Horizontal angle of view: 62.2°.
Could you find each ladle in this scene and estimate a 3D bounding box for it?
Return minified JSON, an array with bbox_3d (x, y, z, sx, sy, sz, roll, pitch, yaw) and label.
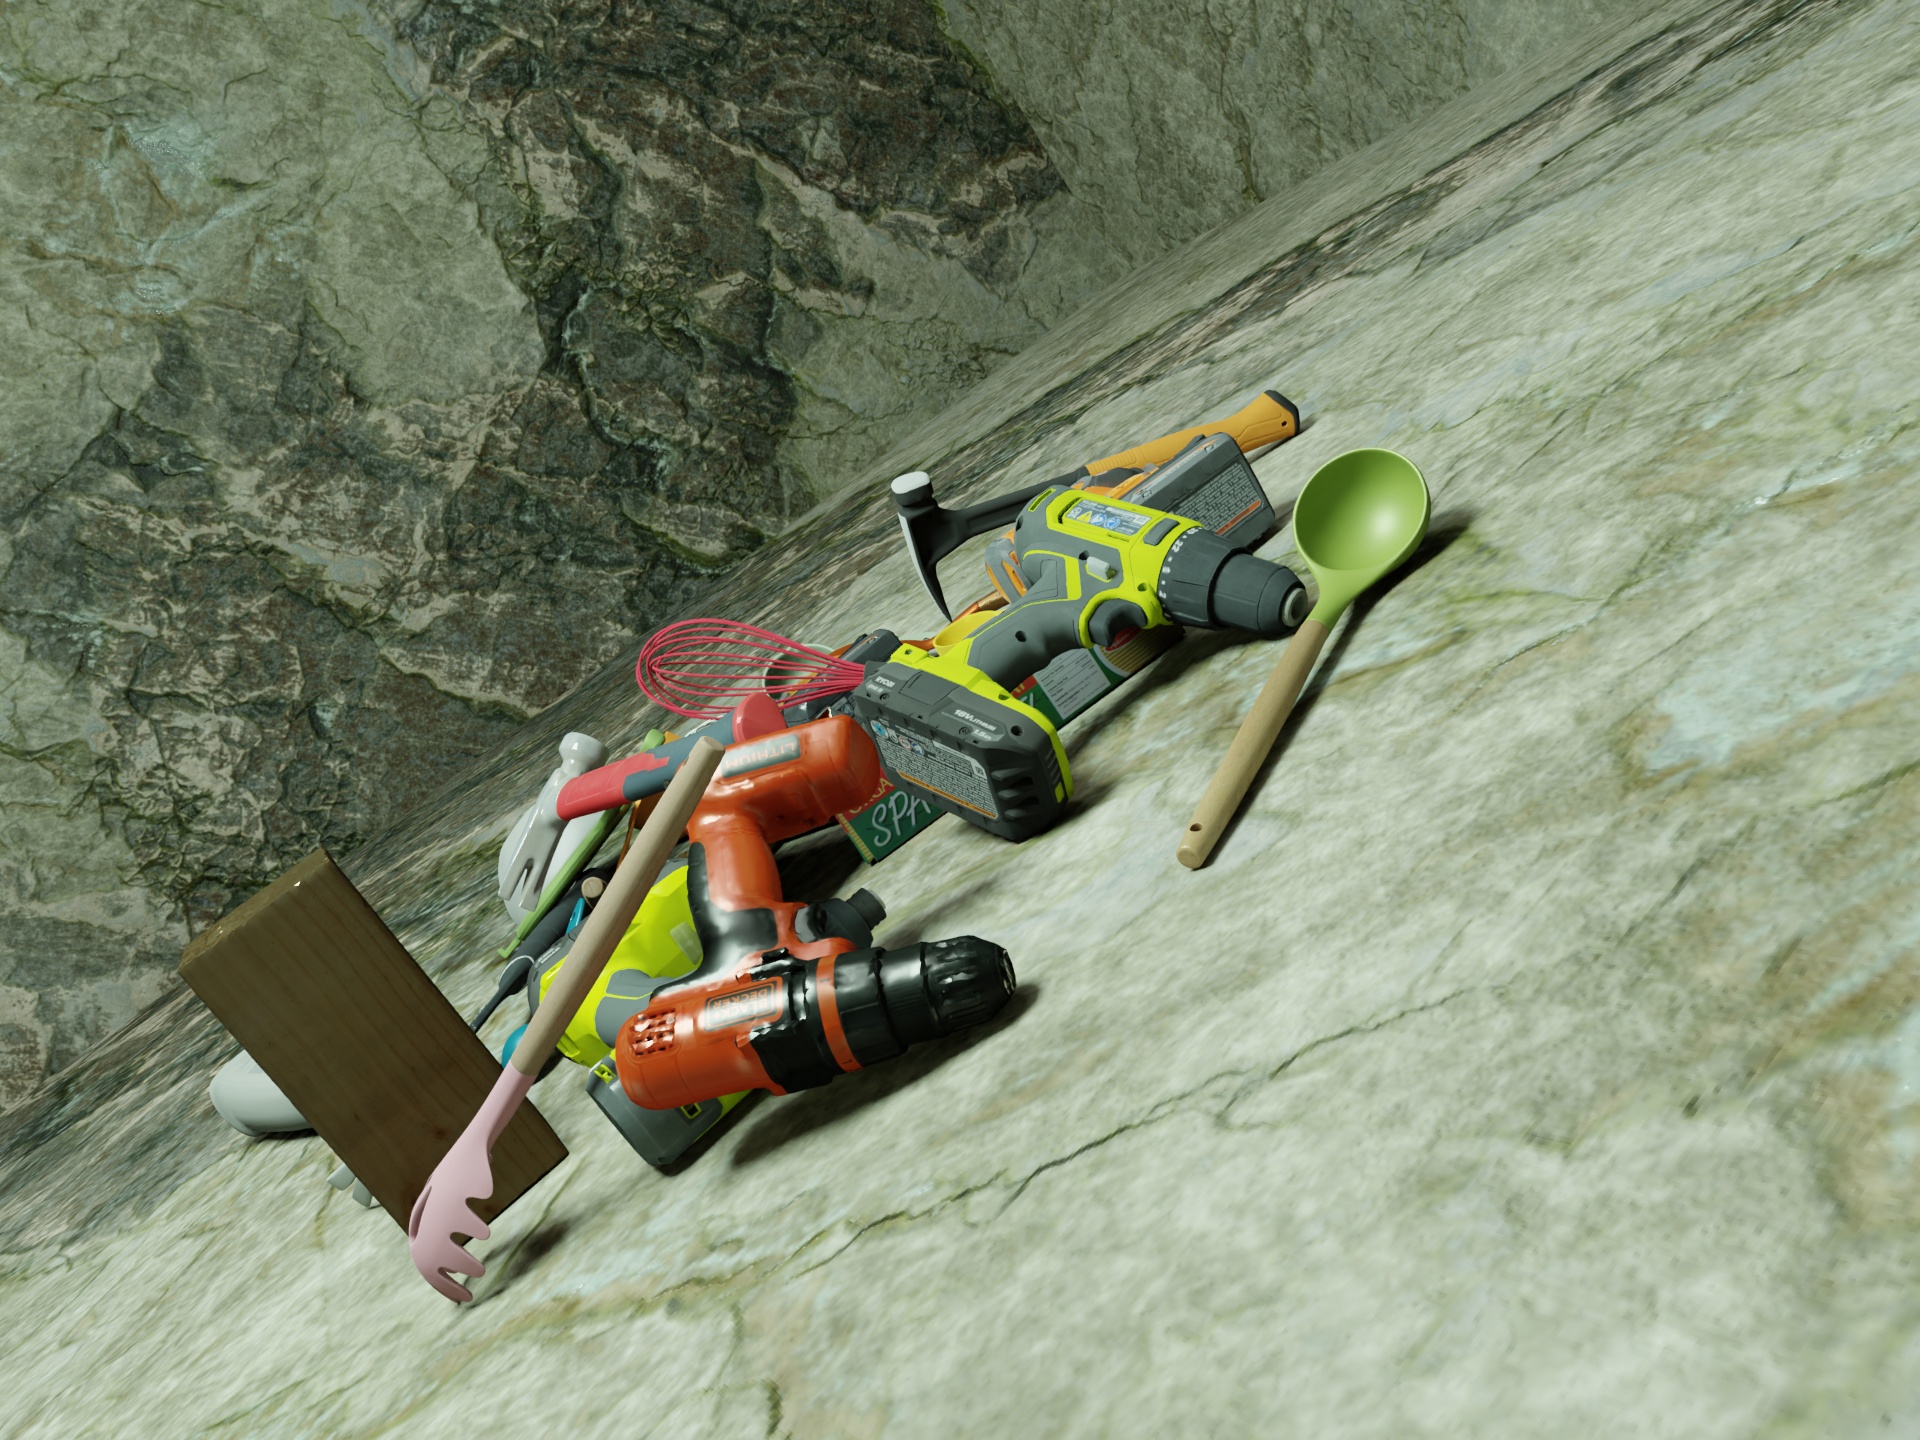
[{"bbox_3d":[0.169,-0.041,0.806,0.078,0.062,0.320,0,35,34],"label":"ladle"}]

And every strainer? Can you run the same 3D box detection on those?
[{"bbox_3d":[-0.326,0.078,1.336,0.256,0.069,0.151,-50,6,36],"label":"strainer"}]

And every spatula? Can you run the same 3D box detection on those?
[{"bbox_3d":[0.034,-0.115,1.361,0.322,0.041,0.081,-28,6,12],"label":"spatula"},{"bbox_3d":[-0.239,0.125,1.090,0.060,0.018,0.316,-39,-3,-13],"label":"spatula"}]

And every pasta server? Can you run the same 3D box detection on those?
[{"bbox_3d":[-0.185,0.143,0.746,0.316,0.040,0.060,-58,24,13],"label":"pasta server"}]

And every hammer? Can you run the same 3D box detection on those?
[{"bbox_3d":[-0.226,0.052,1.106,0.386,0.038,0.143,-16,49,56],"label":"hammer"},{"bbox_3d":[-0.326,0.196,1.139,0.149,0.036,0.409,-52,5,15],"label":"hammer"},{"bbox_3d":[0.118,-0.190,1.300,0.337,0.127,0.034,-19,31,-3],"label":"hammer"}]

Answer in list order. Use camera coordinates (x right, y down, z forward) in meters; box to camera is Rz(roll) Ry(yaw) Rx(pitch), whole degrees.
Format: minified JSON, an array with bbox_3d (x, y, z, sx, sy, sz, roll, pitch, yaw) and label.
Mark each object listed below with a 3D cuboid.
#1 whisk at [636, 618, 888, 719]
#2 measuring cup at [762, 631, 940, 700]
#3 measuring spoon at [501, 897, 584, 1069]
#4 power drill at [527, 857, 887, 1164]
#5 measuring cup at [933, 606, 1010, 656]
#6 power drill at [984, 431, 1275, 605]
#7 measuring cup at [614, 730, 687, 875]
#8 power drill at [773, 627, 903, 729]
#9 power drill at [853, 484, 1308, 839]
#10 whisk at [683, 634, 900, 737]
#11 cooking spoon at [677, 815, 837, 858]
[{"bbox_3d":[-0.083,-0.030,1.099,0.296,0.073,0.073,3,24,10],"label":"whisk"},{"bbox_3d":[-0.095,-0.042,1.437,0.167,0.038,0.083,-17,50,-7],"label":"measuring cup"},{"bbox_3d":[-0.275,0.174,1.042,0.042,0.021,0.129,-28,43,56],"label":"measuring spoon"},{"bbox_3d":[-0.143,0.143,0.870,0.171,0.080,0.223,-40,19,-21],"label":"power drill"},{"bbox_3d":[0.055,-0.079,1.265,0.156,0.029,0.062,-20,21,9],"label":"measuring cup"},{"bbox_3d":[0.129,-0.149,1.174,0.164,0.084,0.226,-37,16,-18],"label":"power drill"},{"bbox_3d":[-0.251,0.091,1.337,0.095,0.052,0.174,127,159,-49],"label":"measuring cup"},{"bbox_3d":[-0.109,-0.002,1.265,0.185,0.084,0.226,-42,12,-35],"label":"power drill"},{"bbox_3d":[0.069,-0.041,0.915,0.191,0.080,0.228,23,55,38],"label":"power drill"},{"bbox_3d":[-0.161,-0.014,1.481,0.246,0.059,0.058,-29,53,3],"label":"whisk"},{"bbox_3d":[-0.109,0.071,1.138,0.319,0.017,0.069,-20,19,43],"label":"cooking spoon"}]
